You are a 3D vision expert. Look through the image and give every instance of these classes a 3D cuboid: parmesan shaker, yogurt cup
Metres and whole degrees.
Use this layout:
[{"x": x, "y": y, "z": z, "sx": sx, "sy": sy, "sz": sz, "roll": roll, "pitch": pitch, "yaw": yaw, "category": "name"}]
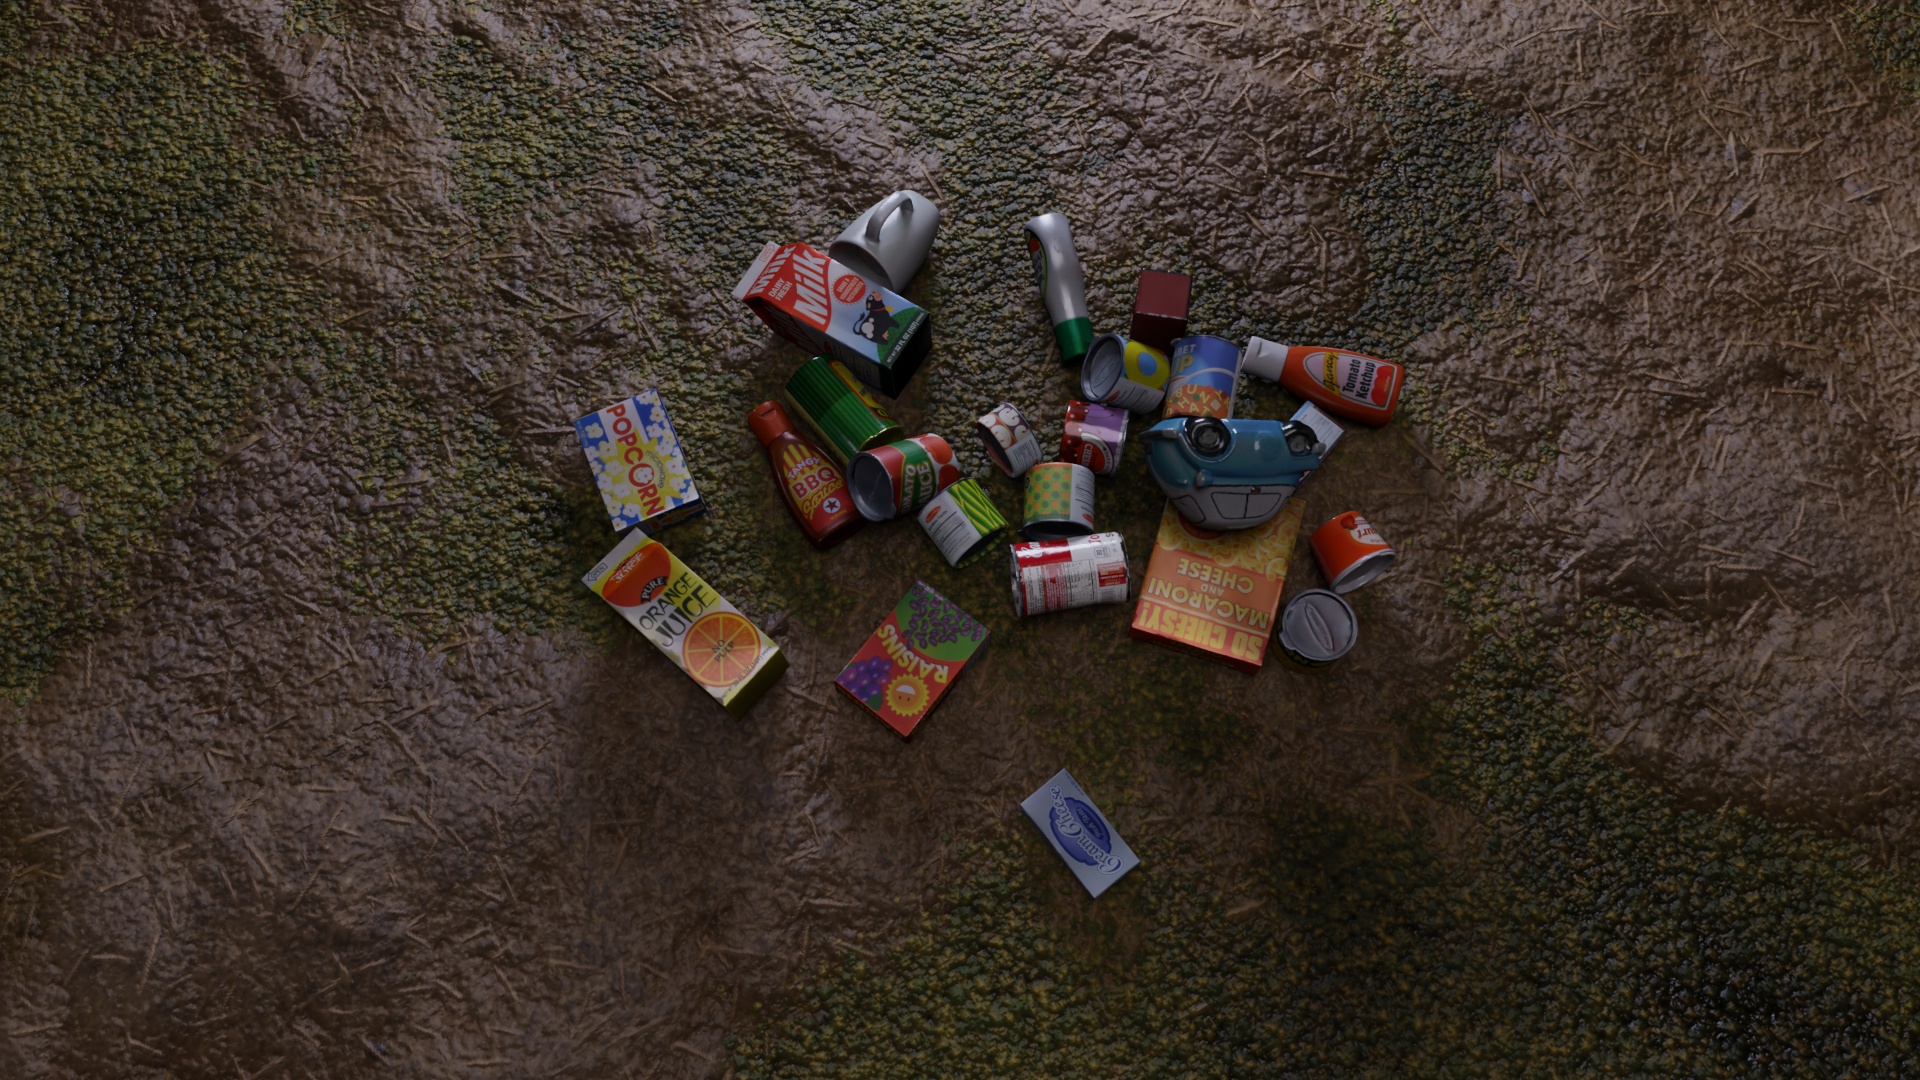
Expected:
[{"x": -0.112, "y": -0.121, "z": 1.318, "sx": 0.071, "sy": 0.071, "sz": 0.103, "roll": -39, "pitch": 75, "yaw": -12, "category": "parmesan shaker"}, {"x": 0.356, "y": 0.010, "z": 1.274, "sx": 0.072, "sy": 0.072, "sz": 0.054, "roll": -25, "pitch": 65, "yaw": -7, "category": "yogurt cup"}]

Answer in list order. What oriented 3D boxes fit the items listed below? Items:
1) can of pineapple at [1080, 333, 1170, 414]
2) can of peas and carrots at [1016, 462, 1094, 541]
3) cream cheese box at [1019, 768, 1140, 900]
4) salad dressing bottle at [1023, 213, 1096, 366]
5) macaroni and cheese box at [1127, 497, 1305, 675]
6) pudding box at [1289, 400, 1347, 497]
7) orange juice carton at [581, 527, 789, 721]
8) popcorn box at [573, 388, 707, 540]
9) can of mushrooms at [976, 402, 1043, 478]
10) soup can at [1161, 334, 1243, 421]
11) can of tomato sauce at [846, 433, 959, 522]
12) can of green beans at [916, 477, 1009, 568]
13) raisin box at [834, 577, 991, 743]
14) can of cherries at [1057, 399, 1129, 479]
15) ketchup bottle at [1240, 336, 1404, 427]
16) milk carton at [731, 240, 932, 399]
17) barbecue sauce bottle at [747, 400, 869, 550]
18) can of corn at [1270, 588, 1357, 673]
[{"x": 0.157, "y": -0.160, "z": 1.322, "sx": 0.058, "sy": 0.070, "sz": 0.071, "roll": 14, "pitch": 68, "yaw": -29, "category": "can of pineapple"}, {"x": 0.089, "y": -0.034, "z": 1.290, "sx": 0.071, "sy": 0.070, "sz": 0.059, "roll": 3, "pitch": 71, "yaw": 2, "category": "can of peas and carrots"}, {"x": 0.103, "y": 0.256, "z": 1.211, "sx": 0.053, "sy": 0.024, "sz": 0.104, "roll": -37, "pitch": 74, "yaw": -10, "category": "cream cheese box"}, {"x": 0.100, "y": -0.246, "z": 1.367, "sx": 0.044, "sy": 0.064, "sz": 0.148, "roll": -12, "pitch": 79, "yaw": -10, "category": "salad dressing bottle"}, {"x": 0.236, "y": 0.027, "z": 1.280, "sx": 0.124, "sy": 0.040, "sz": 0.167, "roll": 17, "pitch": 71, "yaw": 7, "category": "macaroni and cheese box"}, {"x": 0.323, "y": -0.087, "z": 1.324, "sx": 0.050, "sy": 0.030, "sz": 0.084, "roll": 40, "pitch": 76, "yaw": 12, "category": "pudding box"}, {"x": -0.250, "y": 0.070, "z": 1.253, "sx": 0.193, "sy": 0.072, "sz": 0.072, "roll": 39, "pitch": 76, "yaw": 13, "category": "orange juice carton"}, {"x": -0.305, "y": -0.071, "z": 1.320, "sx": 0.085, "sy": 0.038, "sz": 0.127, "roll": -23, "pitch": 72, "yaw": -7, "category": "popcorn box"}, {"x": 0.045, "y": -0.095, "z": 1.312, "sx": 0.033, "sy": 0.071, "sz": 0.071, "roll": -34, "pitch": 74, "yaw": -9, "category": "can of mushrooms"}, {"x": 0.228, "y": -0.145, "z": 1.326, "sx": 0.071, "sy": 0.071, "sz": 0.084, "roll": 12, "pitch": 72, "yaw": 5, "category": "soup can"}, {"x": -0.051, "y": -0.058, "z": 1.281, "sx": 0.083, "sy": 0.070, "sz": 0.071, "roll": -20, "pitch": 69, "yaw": -40, "category": "can of tomato sauce"}, {"x": 0.003, "y": -0.015, "z": 1.284, "sx": 0.071, "sy": 0.071, "sz": 0.058, "roll": -35, "pitch": 75, "yaw": -10, "category": "can of green beans"}, {"x": -0.043, "y": 0.109, "z": 1.256, "sx": 0.086, "sy": 0.040, "sz": 0.124, "roll": 36, "pitch": 74, "yaw": 11, "category": "raisin box"}, {"x": 0.125, "y": -0.094, "z": 1.308, "sx": 0.058, "sy": 0.071, "sz": 0.071, "roll": 11, "pitch": 72, "yaw": 5, "category": "can of cherries"}, {"x": 0.347, "y": -0.159, "z": 1.342, "sx": 0.149, "sy": 0.043, "sz": 0.065, "roll": 18, "pitch": 71, "yaw": 7, "category": "ketchup bottle"}, {"x": -0.126, "y": -0.223, "z": 1.352, "sx": 0.191, "sy": 0.073, "sz": 0.072, "roll": 29, "pitch": 74, "yaw": 10, "category": "milk carton"}, {"x": -0.149, "y": -0.065, "z": 1.314, "sx": 0.065, "sy": 0.043, "sz": 0.149, "roll": -31, "pitch": 73, "yaw": -15, "category": "barbecue sauce bottle"}, {"x": 0.315, "y": 0.084, "z": 1.250, "sx": 0.071, "sy": 0.058, "sz": 0.071, "roll": 0, "pitch": 71, "yaw": 0, "category": "can of corn"}]
